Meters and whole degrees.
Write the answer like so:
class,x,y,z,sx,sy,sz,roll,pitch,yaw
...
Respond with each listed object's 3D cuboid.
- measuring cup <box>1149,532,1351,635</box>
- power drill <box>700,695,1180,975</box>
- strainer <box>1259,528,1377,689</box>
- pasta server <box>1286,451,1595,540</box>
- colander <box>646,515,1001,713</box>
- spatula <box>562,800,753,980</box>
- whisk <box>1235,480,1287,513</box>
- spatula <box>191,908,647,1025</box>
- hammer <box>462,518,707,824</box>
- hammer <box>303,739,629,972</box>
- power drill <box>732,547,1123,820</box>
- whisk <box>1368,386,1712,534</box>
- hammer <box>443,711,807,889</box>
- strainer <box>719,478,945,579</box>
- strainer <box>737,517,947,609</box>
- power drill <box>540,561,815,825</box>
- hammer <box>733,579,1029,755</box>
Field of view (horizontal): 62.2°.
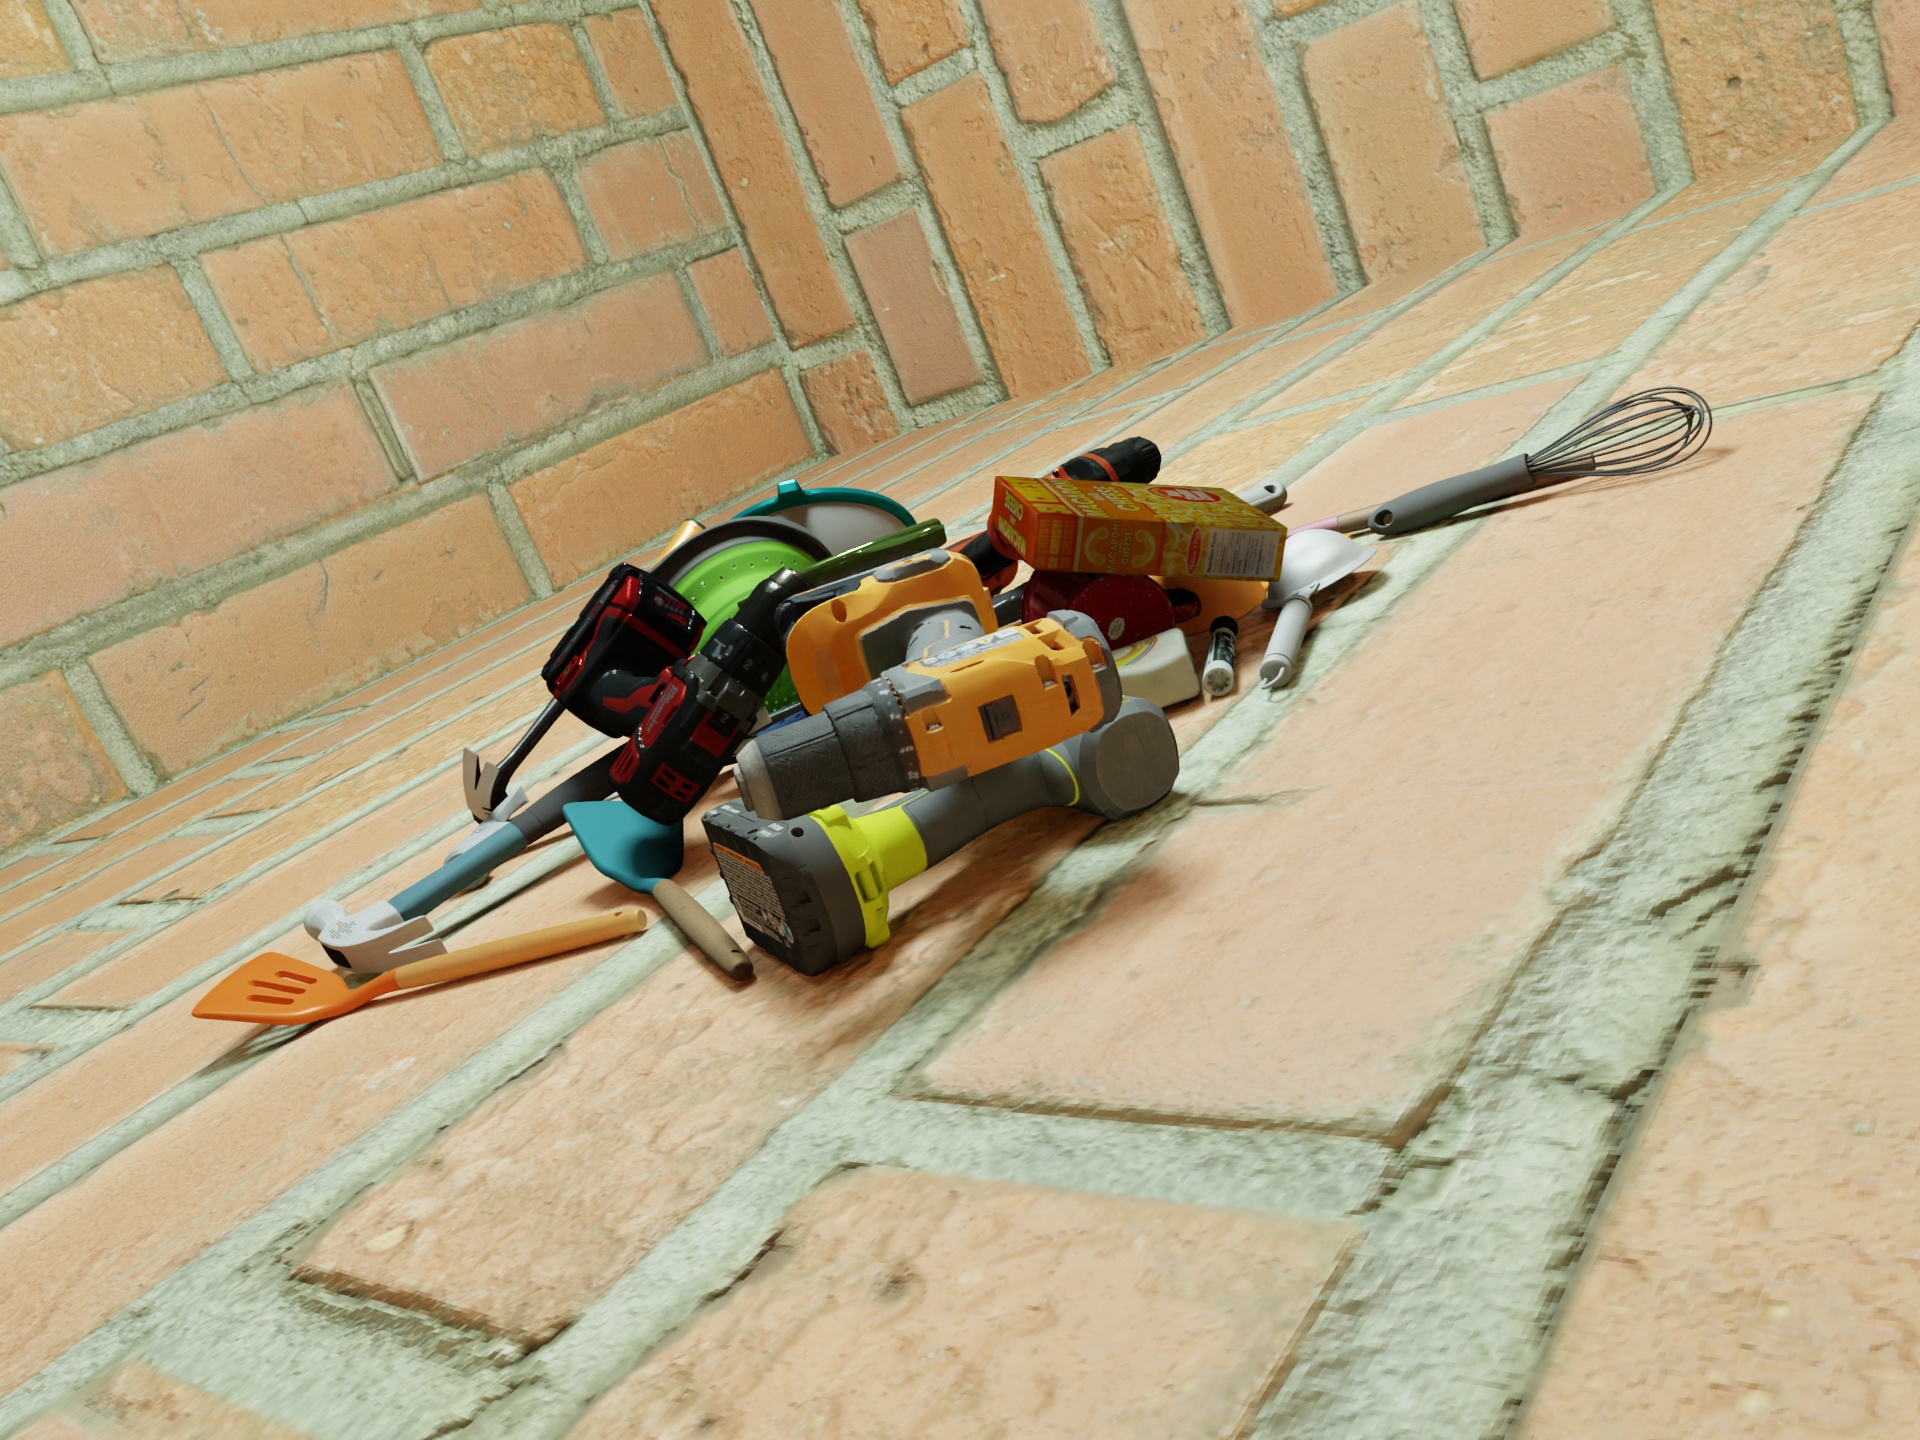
class,x,y,z,sx,sy,sz,roll,pitch,yaw
measuring cup,0.208,-0.119,1.162,0.173,0.052,0.095,-28,15,-13
power drill,-0.018,0.043,0.871,0.228,0.080,0.191,-25,16,-23
strainer,0.219,-0.077,1.029,0.087,0.050,0.258,-25,15,28
pasta server,0.311,-0.162,1.199,0.316,0.040,0.060,-12,2,30
colander,-0.106,-0.077,1.384,0.397,0.204,0.095,-13,43,-32
spatula,-0.174,0.098,0.959,0.082,0.044,0.318,1,7,-24
whisk,0.179,-0.159,1.366,0.246,0.059,0.058,-23,50,-19
spatula,-0.341,0.152,1.014,0.322,0.041,0.081,-15,18,20
hammer,-0.323,-0.058,1.401,0.337,0.034,0.127,-57,-3,-28
hammer,-0.313,0.075,1.165,0.331,0.033,0.128,-36,31,-26
power drill,-0.039,-0.018,0.824,0.185,0.084,0.226,-20,19,-11
whisk,0.397,-0.173,1.110,0.239,0.055,0.055,-18,14,34
hammer,-0.205,0.030,1.261,0.405,0.035,0.144,-21,15,6
strainer,-0.173,-0.090,1.532,0.210,0.095,0.340,11,-37,-41
strainer,-0.055,-0.094,1.134,0.151,0.069,0.256,-24,8,-20
power drill,-0.195,-0.043,1.111,0.188,0.080,0.227,-54,33,-2
hammer,0.005,-0.070,1.172,0.409,0.036,0.149,-26,8,-13
